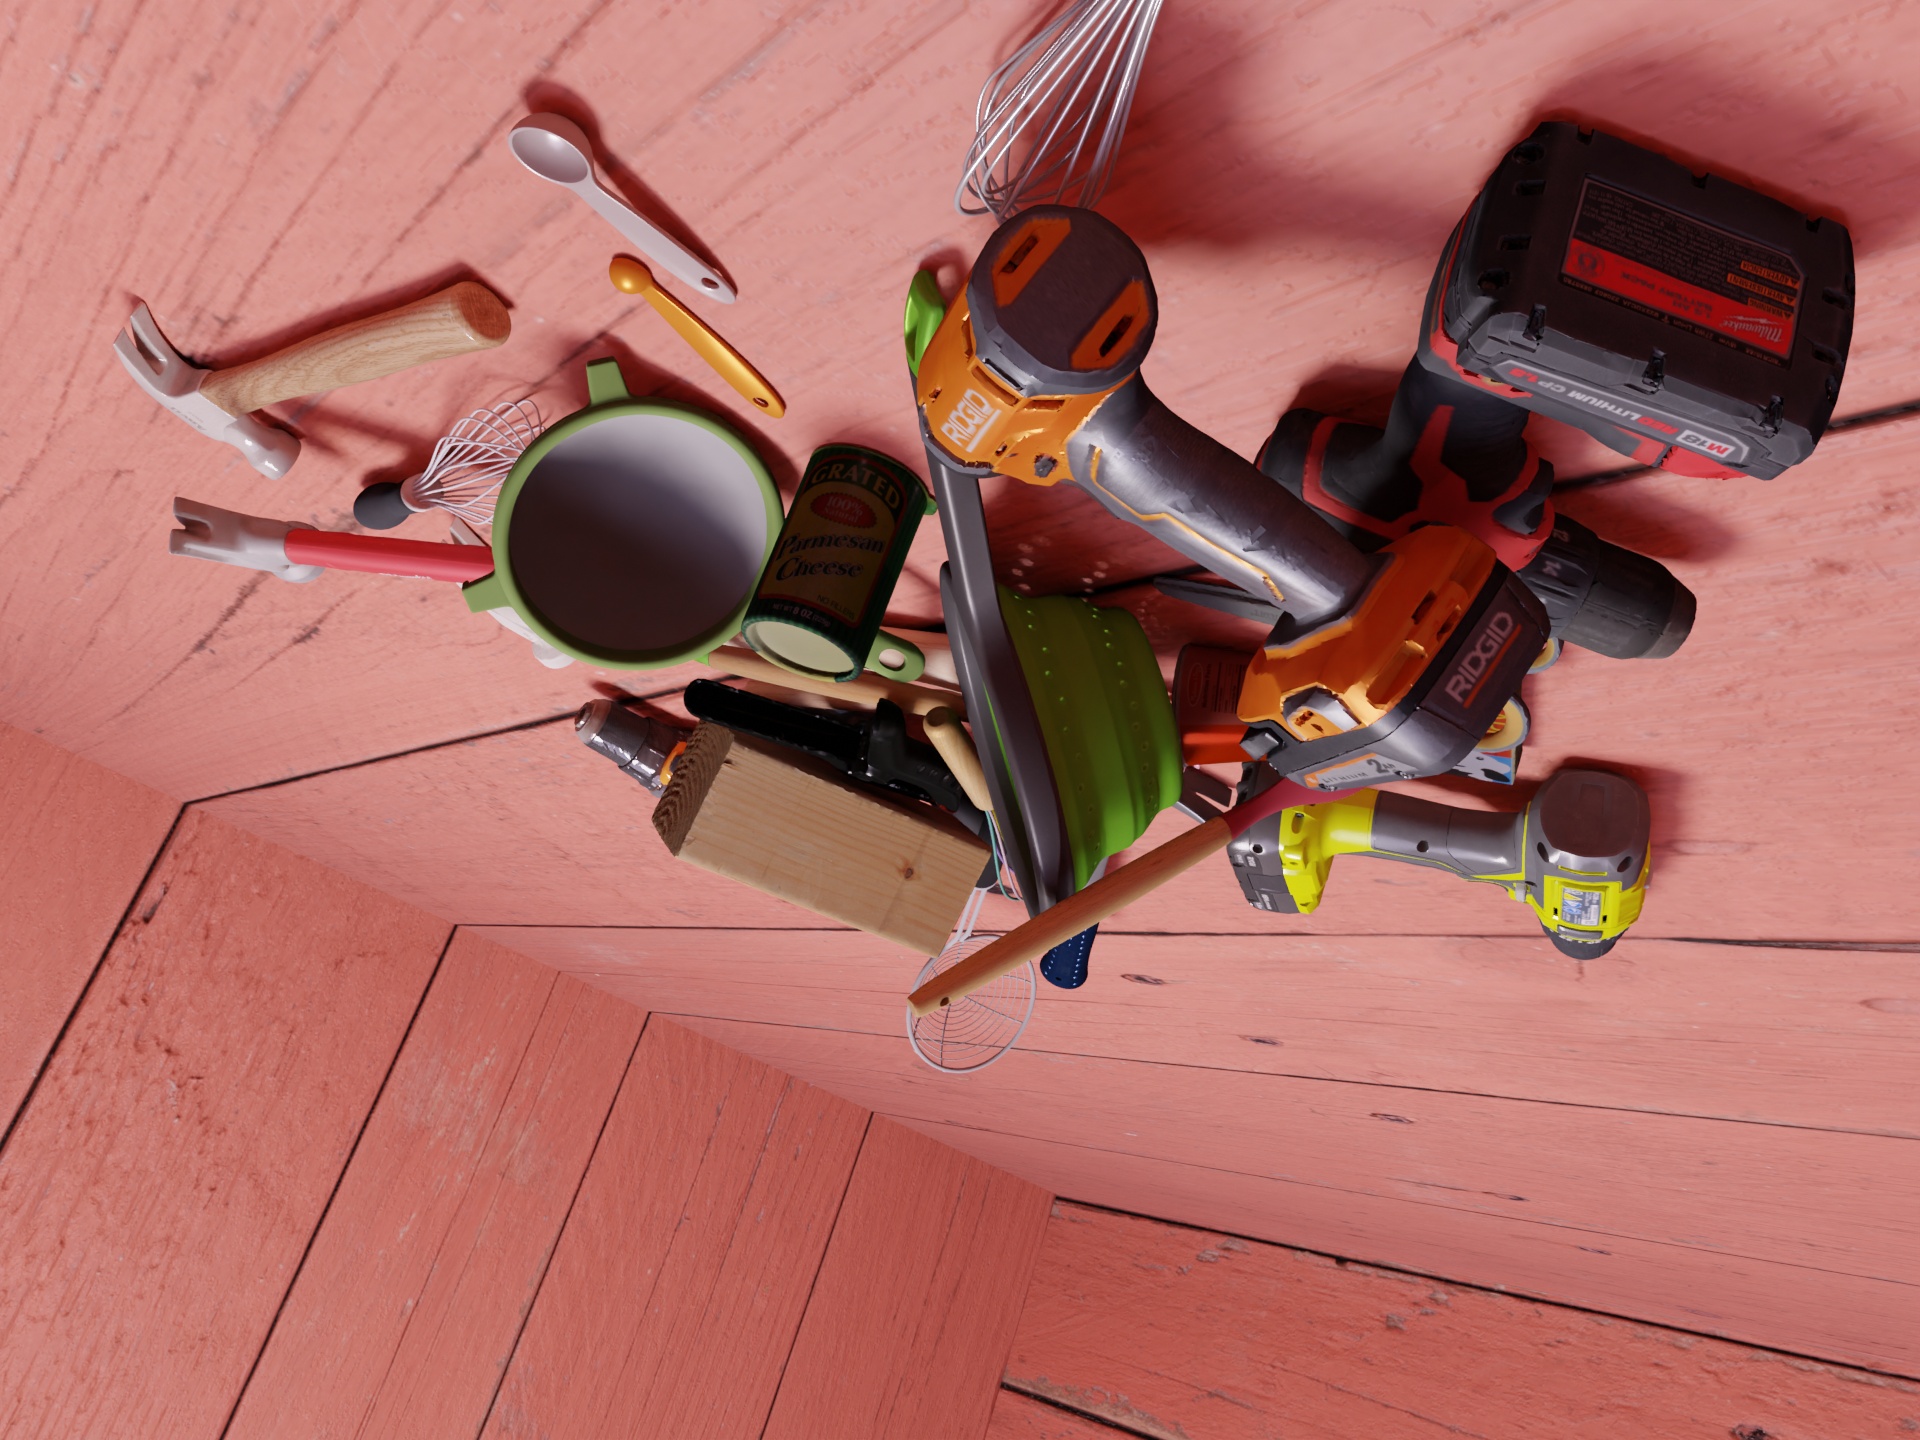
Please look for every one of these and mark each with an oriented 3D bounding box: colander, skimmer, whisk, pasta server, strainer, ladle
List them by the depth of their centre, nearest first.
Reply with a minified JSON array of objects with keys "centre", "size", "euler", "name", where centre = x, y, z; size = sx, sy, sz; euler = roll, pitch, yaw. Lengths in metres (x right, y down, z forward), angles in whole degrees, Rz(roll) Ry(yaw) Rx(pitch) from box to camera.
[{"centre":[0.054,-0.217,0.456],"size":[0.058,0.059,0.246],"euler":[-20,170,-26],"name":"whisk"},{"centre":[0.047,-0.051,0.784],"size":[0.094,0.205,0.396],"euler":[-16,137,-3],"name":"colander"},{"centre":[0.109,0.064,0.790],"size":[0.031,0.315,0.069],"euler":[46,156,41],"name":"ladle"},{"centre":[-0.131,-0.088,0.872],"size":[0.256,0.151,0.069],"euler":[25,-163,-30],"name":"strainer"},{"centre":[-0.309,-0.141,0.949],"size":[0.070,0.070,0.285],"euler":[34,160,-33],"name":"whisk"},{"centre":[-0.002,-0.003,1.005],"size":[0.316,0.040,0.060],"euler":[4,165,25],"name":"pasta server"},{"centre":[0.022,0.058,1.024],"size":[0.051,0.047,0.244],"euler":[-27,144,4],"name":"whisk"},{"centre":[0.025,0.175,1.264],"size":[0.090,0.127,0.363],"euler":[56,157,23],"name":"skimmer"}]

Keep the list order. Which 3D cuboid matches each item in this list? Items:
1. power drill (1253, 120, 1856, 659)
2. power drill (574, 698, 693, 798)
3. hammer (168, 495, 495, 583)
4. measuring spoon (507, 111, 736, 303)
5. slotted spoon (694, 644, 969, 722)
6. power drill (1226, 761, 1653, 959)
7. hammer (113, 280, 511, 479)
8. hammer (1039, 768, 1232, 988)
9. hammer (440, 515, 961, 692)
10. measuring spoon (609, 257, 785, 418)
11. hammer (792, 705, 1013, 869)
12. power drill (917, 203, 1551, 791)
[{"centre":[0.218,-0.093,0.573],"size":[0.188,0.080,0.226],"euler":[21,162,-2],"name":"power drill"},{"centre":[-0.194,0.045,1.233],"size":[0.185,0.084,0.226],"euler":[33,170,-26],"name":"power drill"},{"centre":[-0.250,-0.088,0.926],"size":[0.386,0.038,0.143],"euler":[6,180,5],"name":"hammer"},{"centre":[-0.136,-0.215,0.669],"size":[0.034,0.018,0.124],"euler":[2,160,38],"name":"measuring spoon"},{"centre":[-0.131,-0.036,0.988],"size":[0.314,0.031,0.070],"euler":[12,156,14],"name":"slotted spoon"},{"centre":[0.287,0.083,0.946],"size":[0.228,0.080,0.190],"euler":[7,156,23],"name":"power drill"},{"centre":[-0.356,-0.197,0.875],"size":[0.331,0.031,0.129],"euler":[-1,152,41],"name":"hammer"},{"centre":[0.102,0.122,1.199],"size":[0.144,0.035,0.405],"euler":[16,152,7],"name":"hammer"},{"centre":[-0.146,-0.063,1.018],"size":[0.411,0.038,0.146],"euler":[8,155,26],"name":"hammer"},{"centre":[-0.123,-0.176,0.750],"size":[0.021,0.011,0.116],"euler":[1,152,40],"name":"measuring spoon"},{"centre":[-0.010,0.058,1.200],"size":[0.128,0.033,0.330],"euler":[0,152,39],"name":"hammer"},{"centre":[0.080,-0.072,0.580],"size":[0.226,0.084,0.164],"euler":[39,167,-6],"name":"power drill"}]
